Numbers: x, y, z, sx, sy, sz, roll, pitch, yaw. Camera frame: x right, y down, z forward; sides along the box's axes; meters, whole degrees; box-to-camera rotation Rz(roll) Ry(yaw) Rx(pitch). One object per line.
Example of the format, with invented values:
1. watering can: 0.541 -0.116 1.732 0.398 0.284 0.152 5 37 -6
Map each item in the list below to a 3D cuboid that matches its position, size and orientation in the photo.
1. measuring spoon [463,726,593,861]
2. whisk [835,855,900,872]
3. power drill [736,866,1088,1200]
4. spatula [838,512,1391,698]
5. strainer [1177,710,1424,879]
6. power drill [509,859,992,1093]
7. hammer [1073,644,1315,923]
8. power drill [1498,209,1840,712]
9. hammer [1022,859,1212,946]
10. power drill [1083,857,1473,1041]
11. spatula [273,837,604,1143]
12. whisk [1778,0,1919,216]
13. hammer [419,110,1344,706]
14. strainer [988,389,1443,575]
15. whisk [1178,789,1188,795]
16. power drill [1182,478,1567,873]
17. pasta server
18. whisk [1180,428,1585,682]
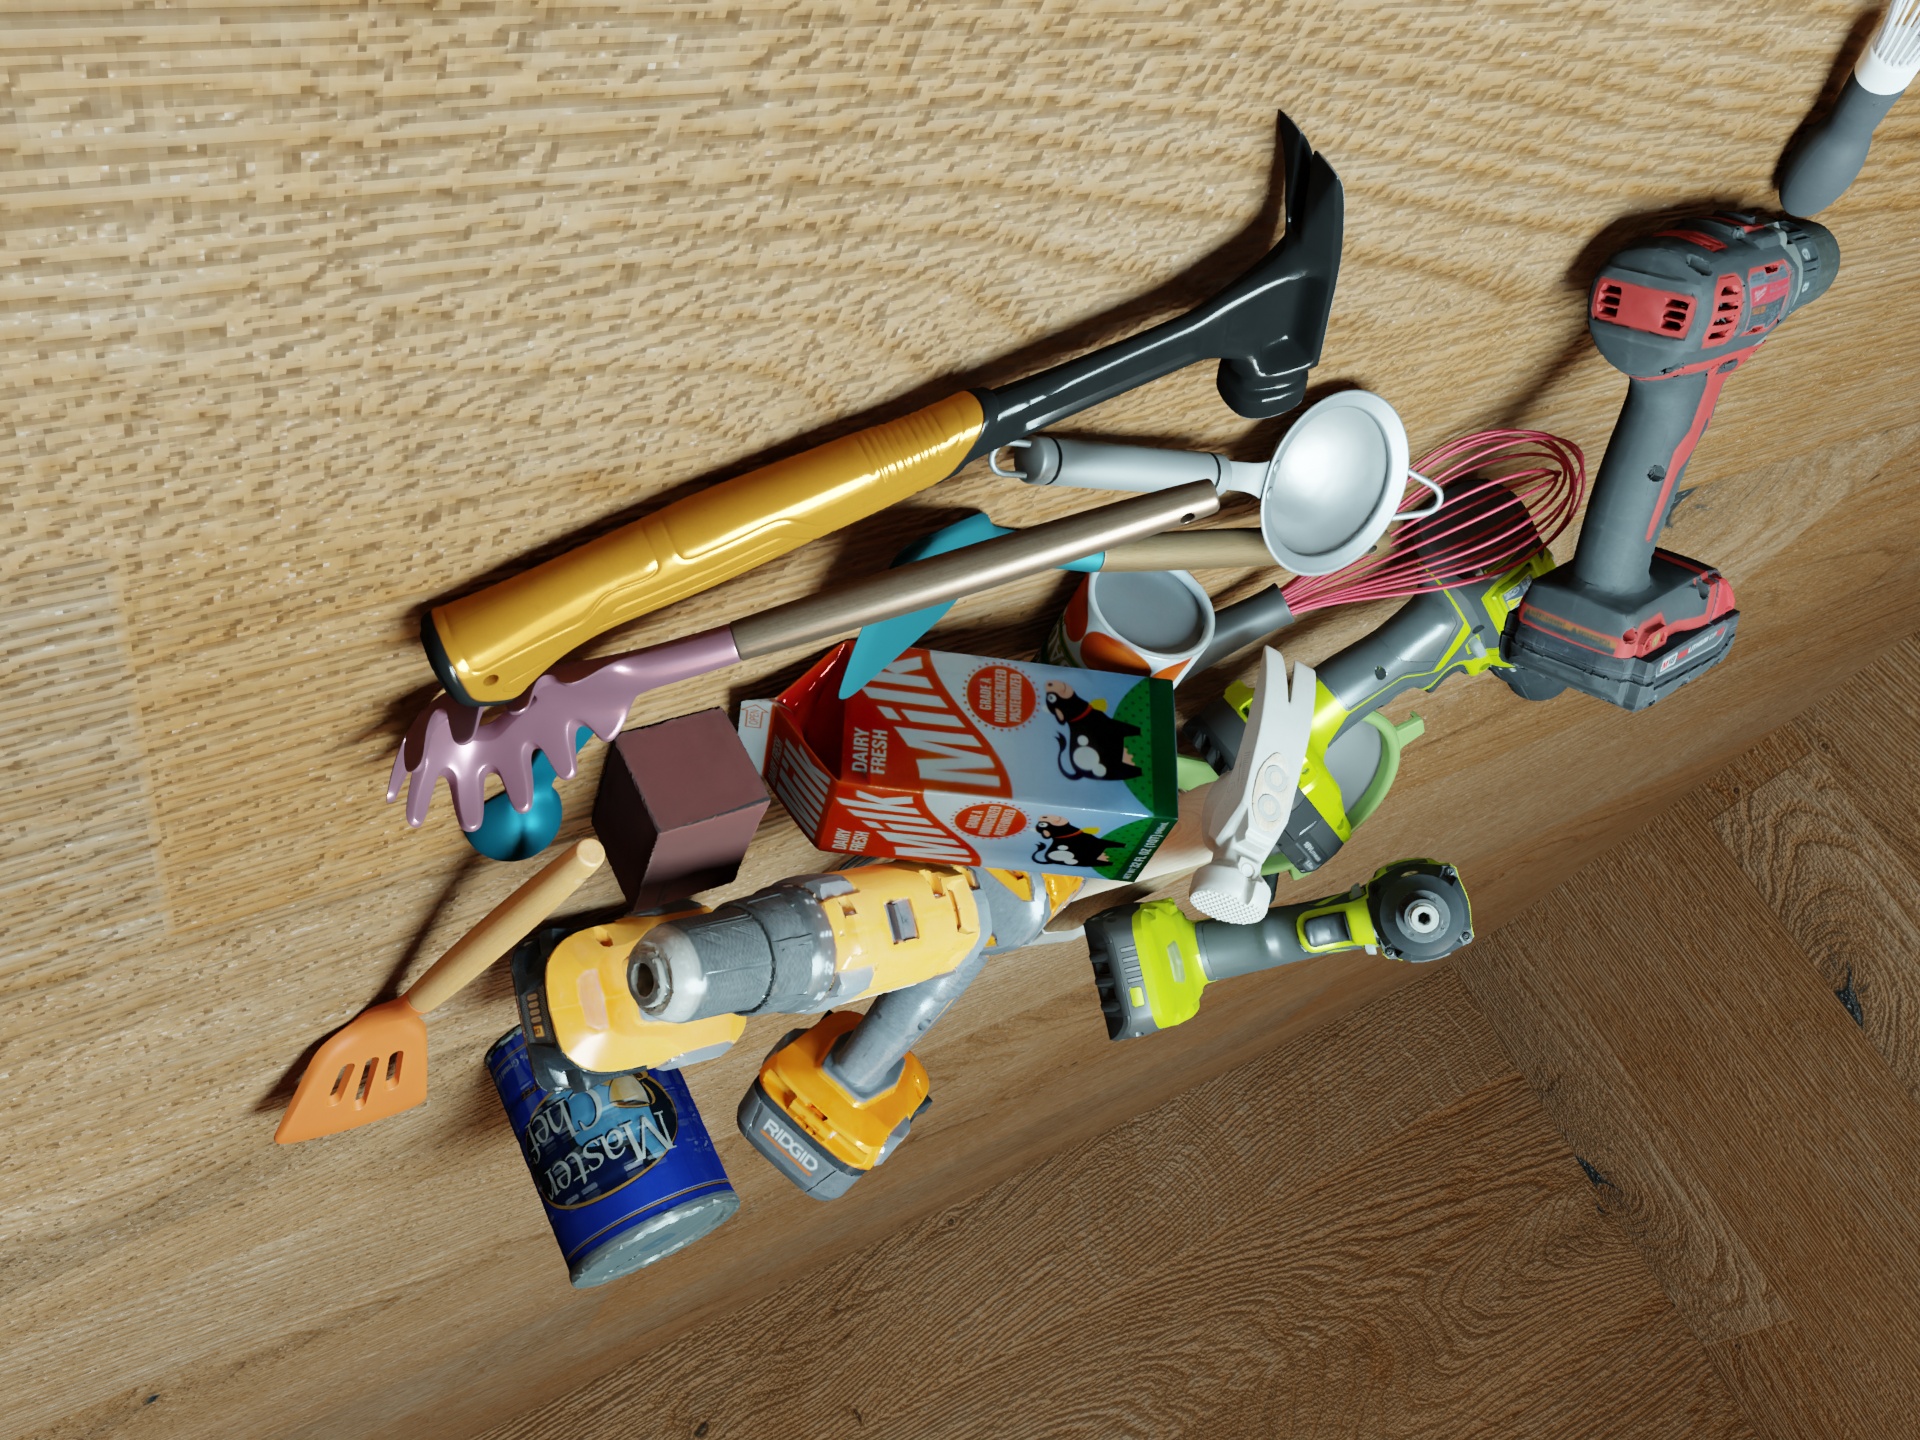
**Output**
1. measuring spoon: -0.163 0.023 0.646 0.042 0.021 0.128 -8 152 -45
2. whisk: 0.016 0.058 0.933 0.239 0.055 0.055 -35 159 1
3. power drill: -0.013 0.141 0.876 0.226 0.084 0.164 -53 170 16
4. spatula: 0.084 -0.066 0.707 0.317 0.044 0.082 -7 140 -33
5. strainer: 0.170 0.023 1.042 0.256 0.069 0.151 10 125 -33
6. power drill: -0.123 0.119 0.747 0.226 0.084 0.185 -20 170 39
7. hammer: 0.073 0.084 0.958 0.038 0.146 0.410 27 154 -15
8. power drill: 0.358 -0.136 0.783 0.188 0.080 0.226 -22 127 -38
9. hammer: 0.102 0.117 1.091 0.130 0.031 0.331 -6 165 -18
10. power drill: 0.196 0.133 0.972 0.223 0.080 0.171 -15 173 13
11. spatula: -0.236 0.128 0.733 0.081 0.041 0.322 -8 160 -43
12. whisk: 0.374 -0.276 0.617 0.070 0.070 0.284 -30 164 0
13. hammer: -0.023 -0.092 0.540 0.337 0.034 0.127 -25 155 -8
14. strainer: 0.111 -0.107 0.681 0.258 0.050 0.086 -3 115 -39
15. whisk: 0.197 0.077 1.212 0.059 0.058 0.246 -62 160 1
16. power drill: 0.263 -0.016 0.950 0.228 0.080 0.190 -40 138 7
17. pasta server: -0.054 -0.030 0.579 0.316 0.040 0.060 -18 153 -3
18. whisk: 0.189 -0.072 0.842 0.296 0.073 0.073 -26 160 10
